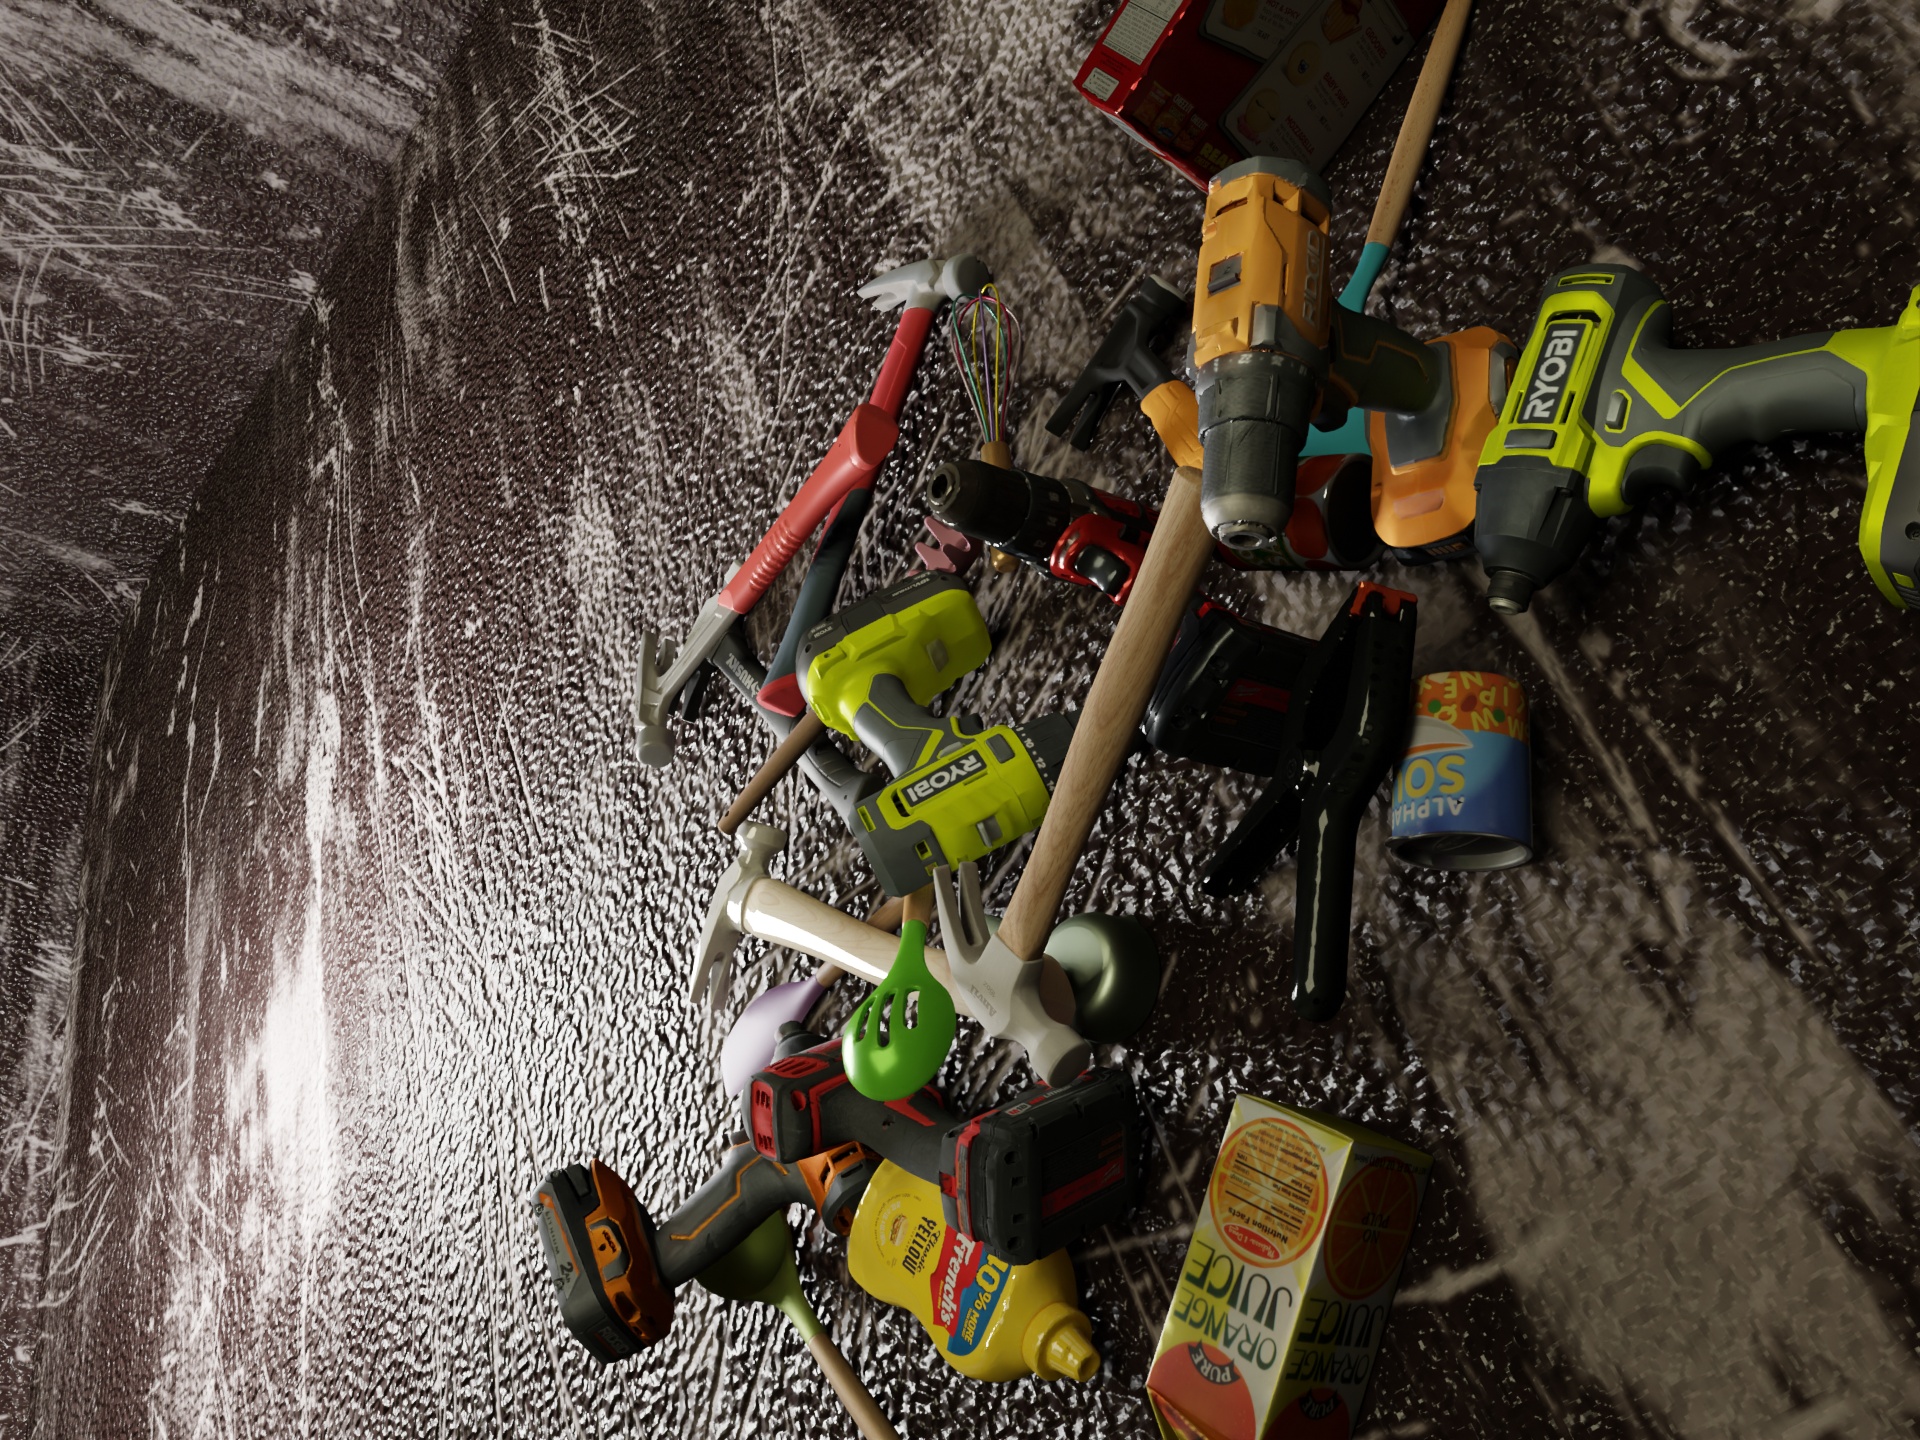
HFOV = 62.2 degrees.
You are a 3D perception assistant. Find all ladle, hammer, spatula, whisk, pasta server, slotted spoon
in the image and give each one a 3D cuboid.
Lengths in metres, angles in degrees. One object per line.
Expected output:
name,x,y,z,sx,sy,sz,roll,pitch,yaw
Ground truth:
ladle,-0.085,0.408,1.003,0.078,0.062,0.320,-55,43,2
hammer,-0.090,-0.188,1.263,0.143,0.038,0.386,4,72,51
hammer,-0.162,-0.119,1.253,0.359,0.036,0.149,-46,35,34
spatula,-0.083,0.169,1.136,0.316,0.018,0.060,-45,43,28
spatula,0.260,-0.297,0.947,0.082,0.044,0.317,9,76,51
whisk,0.024,-0.221,1.170,0.047,0.051,0.245,-23,60,35
hammer,0.122,-0.180,0.949,0.127,0.034,0.337,-55,19,17
pasta server,-0.084,-0.037,1.175,0.316,0.040,0.060,-49,27,12
slotted spoon,-0.028,0.114,0.990,0.070,0.031,0.314,-18,27,14
hammer,-0.146,-0.001,1.274,0.146,0.035,0.335,-59,40,11
hammer,0.067,0.024,0.833,0.130,0.031,0.331,40,120,40
hammer,-0.067,0.163,1.068,0.411,0.038,0.146,8,79,55

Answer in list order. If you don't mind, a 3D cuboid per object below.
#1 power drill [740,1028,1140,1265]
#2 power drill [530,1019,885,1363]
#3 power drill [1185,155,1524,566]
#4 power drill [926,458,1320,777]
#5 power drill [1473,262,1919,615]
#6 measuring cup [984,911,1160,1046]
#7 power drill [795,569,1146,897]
power drill,-0.009,0.232,0.927,0.220,0.143,0.078,6,101,43
power drill,-0.160,0.300,1.052,0.226,0.084,0.164,-27,44,-7
power drill,0.196,-0.146,0.787,0.084,0.226,0.185,-11,65,47
power drill,0.095,-0.072,0.910,0.080,0.187,0.227,-59,43,21
power drill,0.344,-0.119,0.706,0.223,0.080,0.171,13,79,47
measuring cup,0.049,0.143,0.976,0.168,0.038,0.083,15,85,49
power drill,-0.002,-0.003,1.039,0.190,0.080,0.229,-28,40,-5
